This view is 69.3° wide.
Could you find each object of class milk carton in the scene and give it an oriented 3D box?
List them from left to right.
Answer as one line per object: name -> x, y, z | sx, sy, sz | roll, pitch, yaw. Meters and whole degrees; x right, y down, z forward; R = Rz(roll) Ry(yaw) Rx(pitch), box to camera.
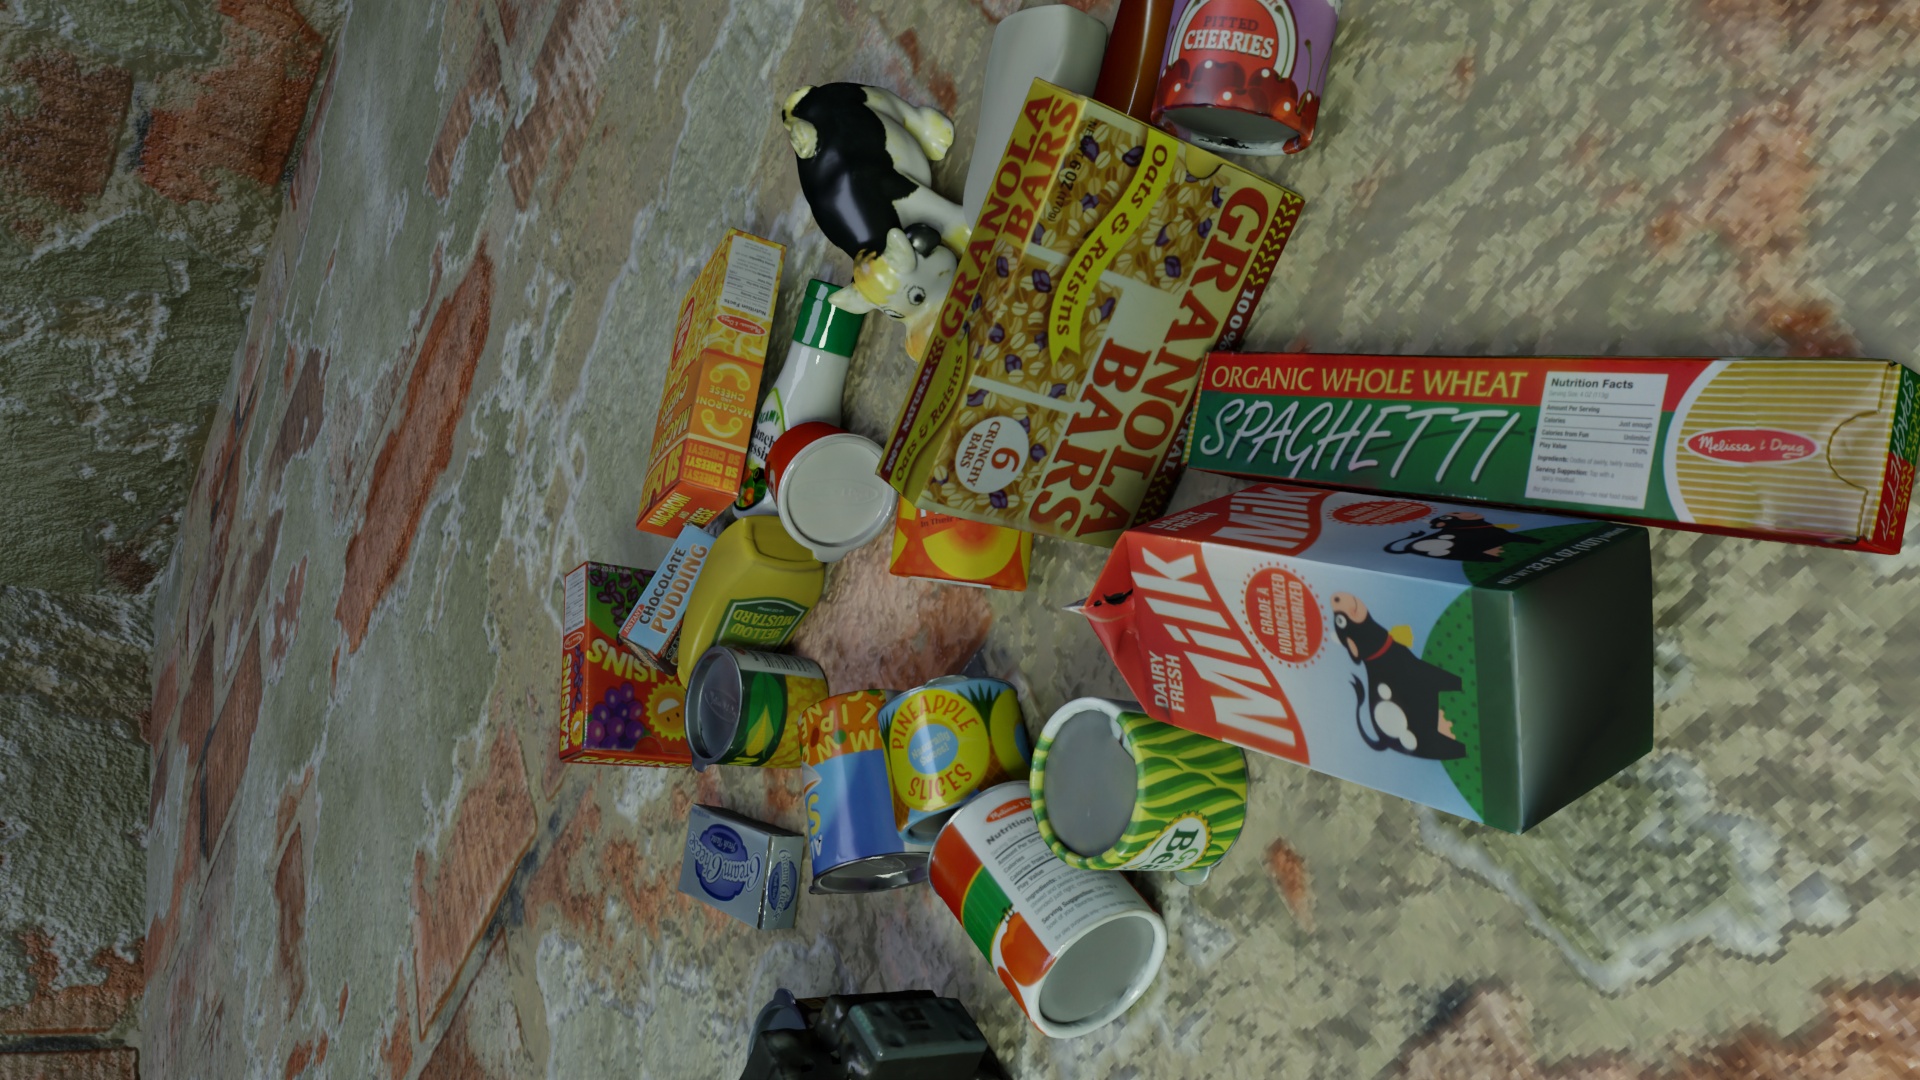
milk carton -> 0.121, 0.027, 0.465 | 0.190, 0.072, 0.073 | 12, 114, 54

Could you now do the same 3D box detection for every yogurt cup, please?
yogurt cup -> -0.075, -0.033, 0.765 | 0.054, 0.072, 0.072 | 40, 113, 59

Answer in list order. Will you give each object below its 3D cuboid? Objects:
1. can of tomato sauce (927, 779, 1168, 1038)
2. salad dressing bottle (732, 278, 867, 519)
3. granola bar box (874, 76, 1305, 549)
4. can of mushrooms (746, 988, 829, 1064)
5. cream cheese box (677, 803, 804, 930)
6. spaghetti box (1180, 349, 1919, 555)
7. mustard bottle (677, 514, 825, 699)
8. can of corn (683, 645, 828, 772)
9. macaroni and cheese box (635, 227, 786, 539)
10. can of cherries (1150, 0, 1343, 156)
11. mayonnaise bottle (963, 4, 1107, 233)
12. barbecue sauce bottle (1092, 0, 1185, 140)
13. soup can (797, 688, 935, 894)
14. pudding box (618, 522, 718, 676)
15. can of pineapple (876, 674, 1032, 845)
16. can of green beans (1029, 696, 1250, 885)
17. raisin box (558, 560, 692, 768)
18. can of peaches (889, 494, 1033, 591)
can of tomato sauce -> 0.035, 0.151, 0.569 | 0.083, 0.071, 0.071 | 44, 116, 48
salad dressing bottle -> -0.092, -0.078, 0.815 | 0.064, 0.044, 0.147 | 31, 106, 57
granola bar box -> 0.053, -0.082, 0.556 | 0.039, 0.124, 0.165 | 42, 114, 49
can of mushrooms -> -0.080, 0.267, 0.716 | 0.071, 0.033, 0.071 | -18, 67, 50
cream cheese box -> -0.129, 0.189, 0.809 | 0.103, 0.024, 0.053 | 1, 82, 53
spaghetti box -> 0.175, -0.036, 0.464 | 0.250, 0.029, 0.050 | 12, 90, 53
mustard bottle -> -0.133, 0.052, 0.823 | 0.159, 0.065, 0.049 | -57, 37, 38
can of corn -> -0.116, 0.098, 0.788 | 0.071, 0.058, 0.071 | -18, 67, 50
macaroni and cheese box -> -0.159, -0.094, 0.874 | 0.123, 0.040, 0.167 | -28, 50, 62
can of cherries -> 0.112, -0.191, 0.552 | 0.071, 0.071, 0.058 | 15, 94, 53
mayonnaise bottle -> 0.031, -0.183, 0.685 | 0.065, 0.041, 0.148 | 13, 93, 55
barbecue sauce bottle -> 0.089, -0.222, 0.611 | 0.065, 0.044, 0.148 | -144, 70, -77
soup can -> -0.046, 0.124, 0.679 | 0.071, 0.071, 0.084 | -37, 52, 42
pudding box -> -0.173, 0.037, 0.859 | 0.030, 0.049, 0.084 | 24, 70, 13
can of pineapple -> -0.002, 0.100, 0.627 | 0.070, 0.071, 0.058 | -38, 53, 41
can of green beans -> 0.069, 0.096, 0.544 | 0.071, 0.058, 0.071 | -18, 67, 50
raisin box -> -0.208, 0.081, 0.891 | 0.040, 0.086, 0.124 | -24, 62, 45
can of peaches -> 0.002, -0.008, 0.651 | 0.071, 0.071, 0.058 | 4, 85, 53
